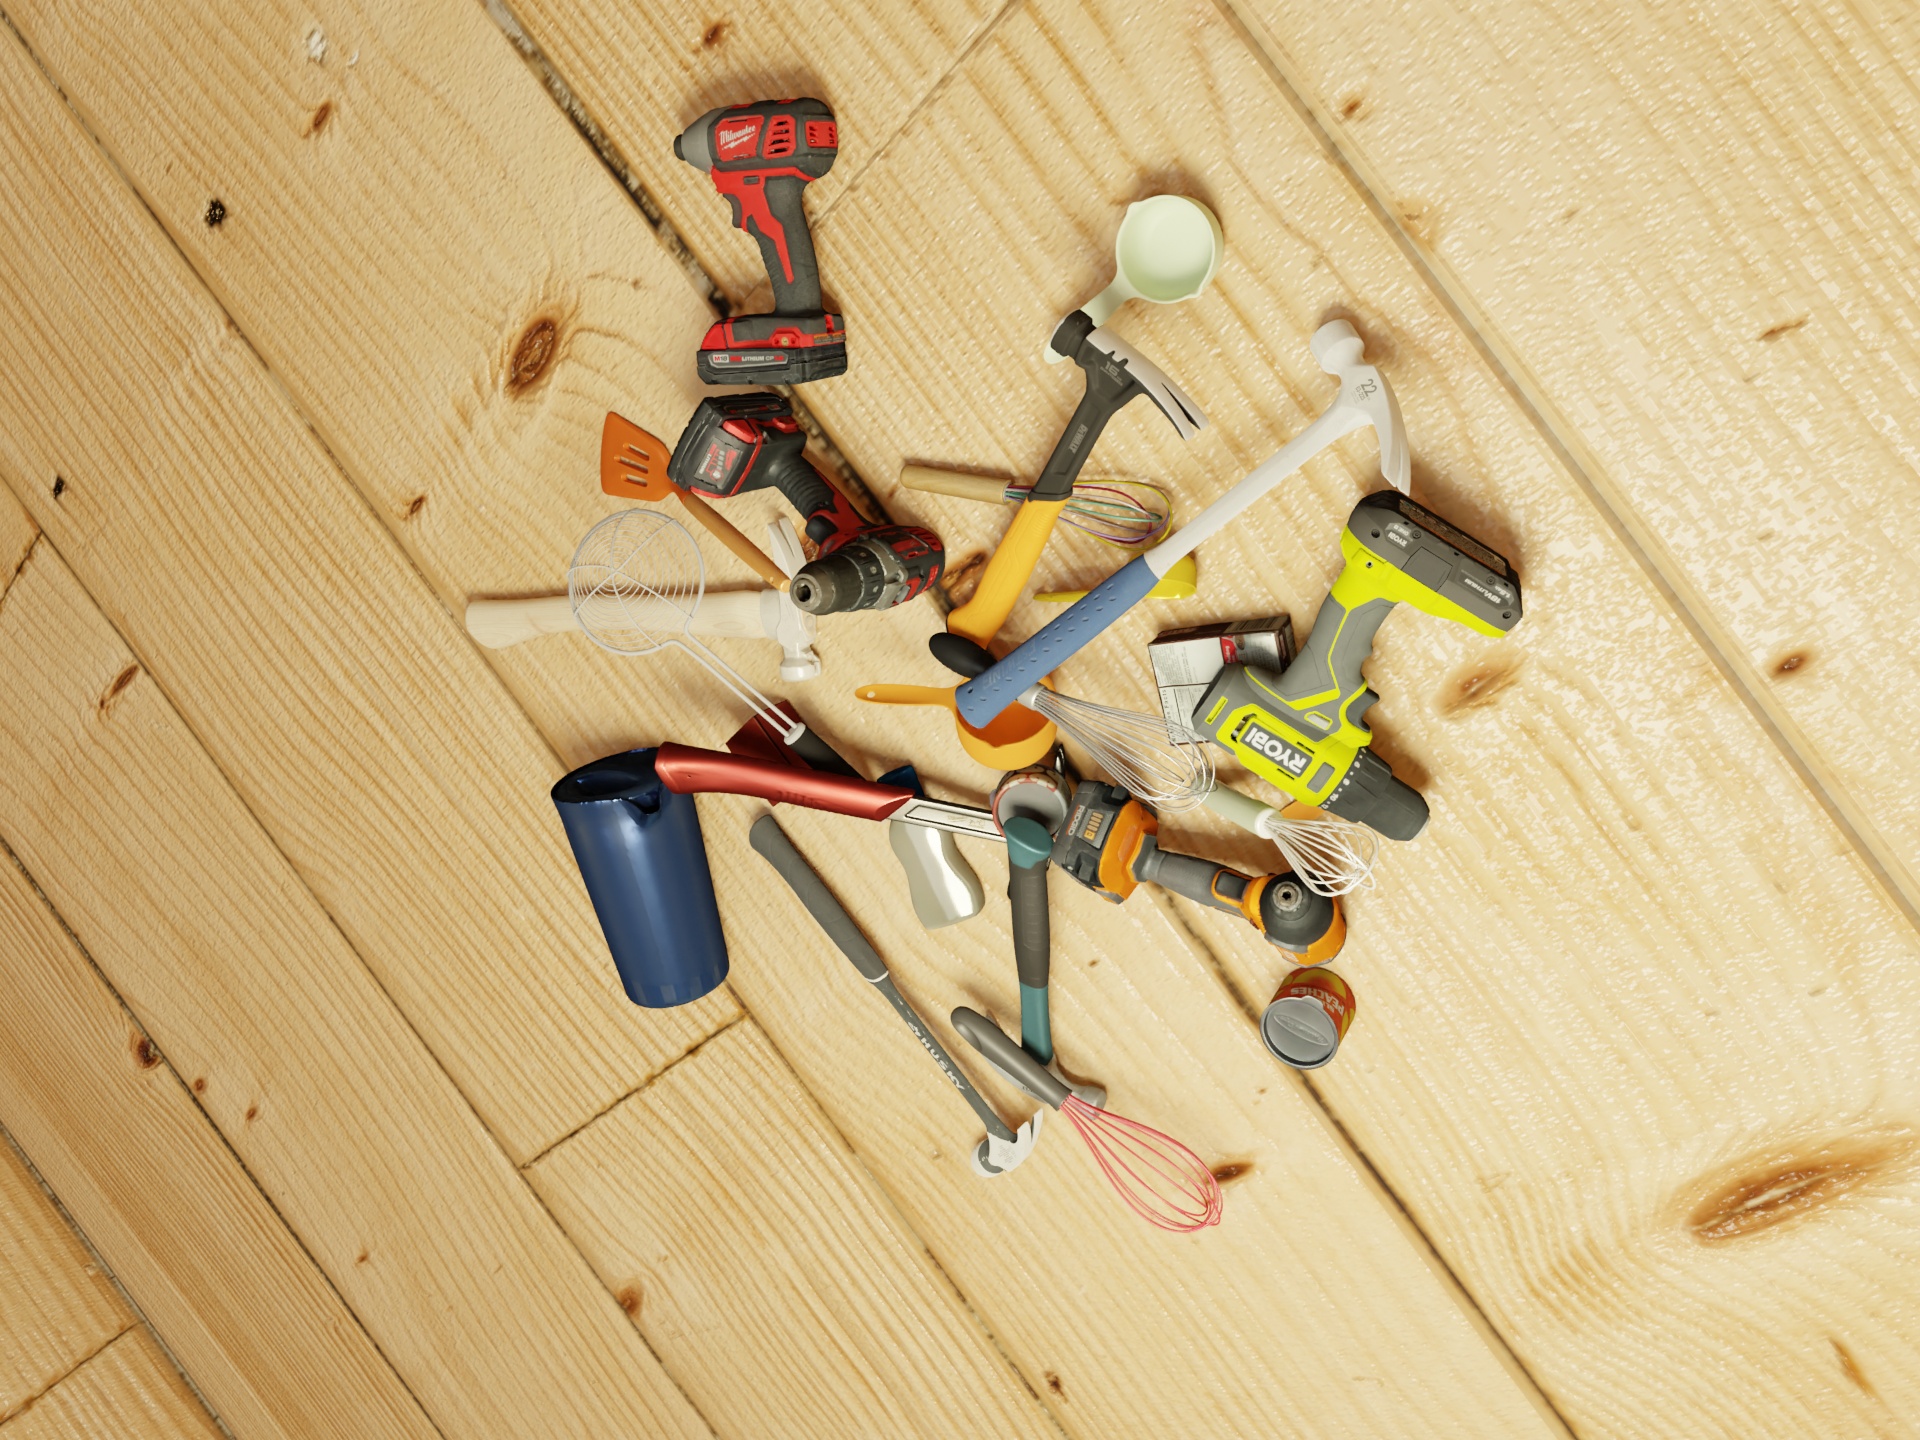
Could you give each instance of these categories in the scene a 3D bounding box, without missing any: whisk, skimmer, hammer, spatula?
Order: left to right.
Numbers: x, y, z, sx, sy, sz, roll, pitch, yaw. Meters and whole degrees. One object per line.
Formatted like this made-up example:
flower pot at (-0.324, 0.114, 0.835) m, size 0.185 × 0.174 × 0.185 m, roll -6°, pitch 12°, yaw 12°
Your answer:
hammer at (-0.317, -0.112, 1.521) m, size 0.411 × 0.038 × 0.146 m, roll 1°, pitch 108°, yaw 29°
spatula at (-0.234, -0.182, 1.393) m, size 0.323 × 0.041 × 0.081 m, roll 41°, pitch 129°, yaw 45°
skimmer at (-0.194, -0.038, 1.423) m, size 0.127 × 0.090 × 0.363 m, roll -44°, pitch 115°, yaw 7°
hammer at (-0.090, 0.059, 1.395) m, size 0.359 × 0.037 × 0.149 m, roll 11°, pitch 112°, yaw 4°
hammer at (-0.068, 0.255, 1.510) m, size 0.409 × 0.036 × 0.149 m, roll 51°, pitch 150°, yaw 7°
whisk at (0.056, -0.177, 1.285) m, size 0.245 × 0.051 × 0.047 m, roll 14°, pitch 121°, yaw 27°
hammer at (0.065, 0.218, 1.395) m, size 0.128 × 0.033 × 0.330 m, roll 17°, pitch 132°, yaw 26°
hammer at (0.067, -0.156, 1.240) m, size 0.127 × 0.034 × 0.336 m, roll 41°, pitch 139°, yaw 9°
whisk at (0.084, -0.007, 1.275) m, size 0.285 × 0.070 × 0.070 m, roll 30°, pitch 122°, yaw 30°
whisk at (0.107, 0.350, 1.409) m, size 0.296 × 0.073 × 0.073 m, roll 37°, pitch 123°, yaw 14°
hammer at (0.152, -0.117, 1.181) m, size 0.405 × 0.035 × 0.144 m, roll -38°, pitch 51°, yaw 26°
whisk at (0.239, 0.079, 1.206) m, size 0.057 × 0.246 × 0.059 m, roll 40°, pitch 87°, yaw -24°

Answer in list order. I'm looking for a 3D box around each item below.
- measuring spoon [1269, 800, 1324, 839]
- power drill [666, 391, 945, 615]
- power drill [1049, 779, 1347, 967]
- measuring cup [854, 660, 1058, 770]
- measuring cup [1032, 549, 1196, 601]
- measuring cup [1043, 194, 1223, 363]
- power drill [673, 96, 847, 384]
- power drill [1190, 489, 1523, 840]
measuring spoon at (0.286, 0.065, 1.276) m, size 0.021 × 0.011 × 0.117 m, roll 51°, pitch 128°, yaw 2°
power drill at (-0.135, -0.170, 1.309) m, size 0.227 × 0.188 × 0.080 m, roll 41°, pitch 119°, yaw 13°
power drill at (0.191, 0.123, 1.262) m, size 0.226 × 0.164 × 0.084 m, roll 20°, pitch 80°, yaw 22°
measuring cup at (-0.002, -0.004, 1.345) m, size 0.173 × 0.095 × 0.052 m, roll 4°, pitch 146°, yaw 12°
measuring cup at (0.121, -0.114, 1.279) m, size 0.156 × 0.062 × 0.029 m, roll -2°, pitch 78°, yaw 42°
measuring cup at (0.127, -0.324, 1.191) m, size 0.167 × 0.038 × 0.083 m, roll -37°, pitch 89°, yaw 36°
power drill at (-0.166, -0.390, 1.304) m, size 0.143 × 0.078 × 0.219 m, roll 6°, pitch 109°, yaw 27°
power drill at (0.305, -0.033, 1.163) m, size 0.190 × 0.080 × 0.228 m, roll 32°, pitch 115°, yaw 2°
